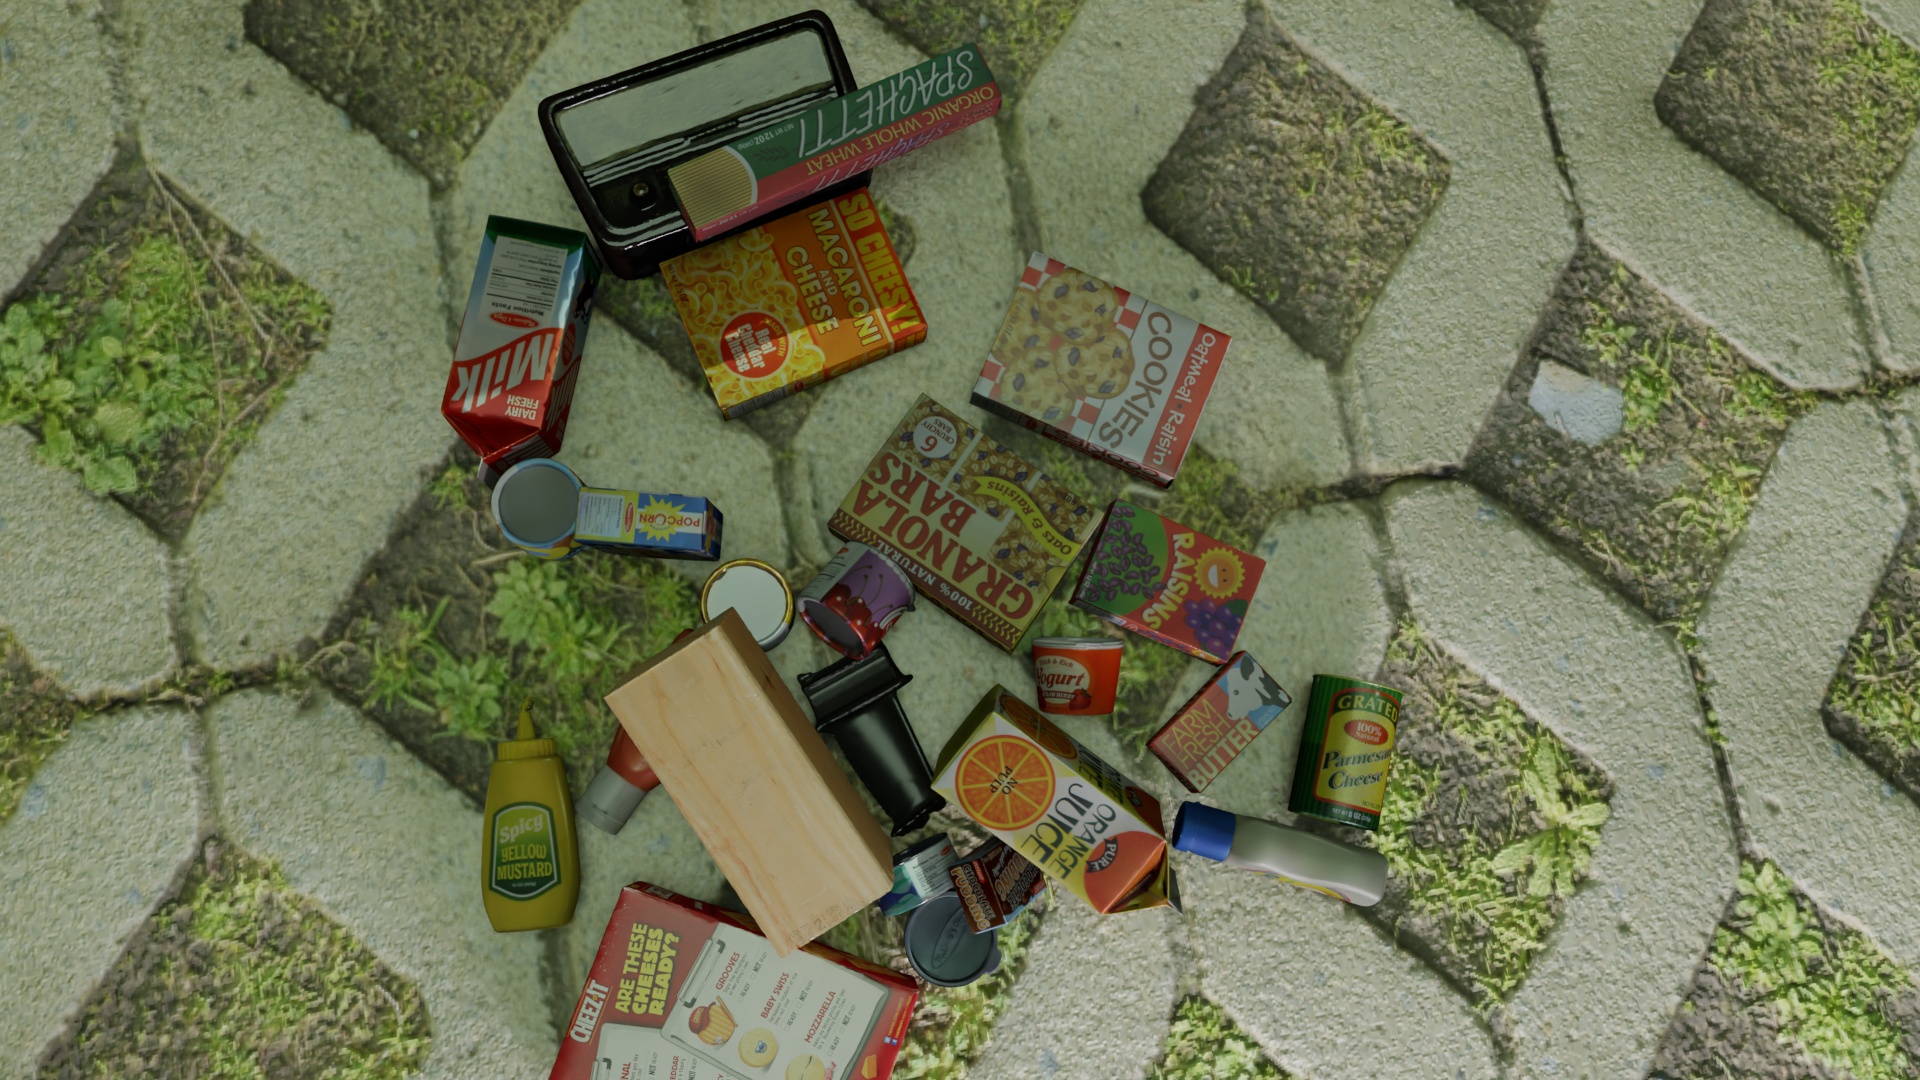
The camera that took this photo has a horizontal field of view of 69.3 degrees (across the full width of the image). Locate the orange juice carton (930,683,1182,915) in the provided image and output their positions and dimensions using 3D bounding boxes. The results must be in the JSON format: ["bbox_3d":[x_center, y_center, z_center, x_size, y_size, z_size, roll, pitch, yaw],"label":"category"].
[{"bbox_3d":[0.079,0.192,0.981,0.193,0.072,0.073,37,100,-2],"label":"orange juice carton"}]

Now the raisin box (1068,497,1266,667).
[{"bbox_3d":[0.155,0.032,1.042,0.123,0.040,0.086,23,79,0],"label":"raisin box"}]

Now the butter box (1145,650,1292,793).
[{"bbox_3d":[0.193,0.135,1.036,0.104,0.024,0.053,-42,88,-10],"label":"butter box"}]

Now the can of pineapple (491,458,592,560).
[{"bbox_3d":[-0.296,-0.022,1.000,0.071,0.057,0.071,1,81,-5],"label":"can of pineapple"}]

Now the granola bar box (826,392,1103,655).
[{"bbox_3d":[0.004,-0.013,1.029,0.165,0.039,0.124,34,80,6],"label":"granola bar box"}]

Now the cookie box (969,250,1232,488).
[{"bbox_3d":[0.108,-0.130,1.064,0.167,0.040,0.123,23,80,0],"label":"cookie box"}]

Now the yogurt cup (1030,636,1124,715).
[{"bbox_3d":[0.085,0.098,1.014,0.072,0.072,0.054,1,89,-5],"label":"yogurt cup"}]

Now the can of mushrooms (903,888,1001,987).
[{"bbox_3d":[-0.006,0.284,0.990,0.071,0.033,0.071,1,80,-5],"label":"can of mushrooms"}]

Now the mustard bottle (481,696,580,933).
[{"bbox_3d":[-0.302,0.190,0.970,0.065,0.048,0.160,-5,82,-7],"label":"mustard bottle"}]

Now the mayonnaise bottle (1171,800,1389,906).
[{"bbox_3d":[0.229,0.226,1.008,0.148,0.064,0.041,15,77,1],"label":"mayonnaise bottle"}]

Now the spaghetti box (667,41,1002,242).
[{"bbox_3d":[-0.088,-0.290,1.006,0.250,0.028,0.050,-26,87,-10],"label":"spaghetti box"}]

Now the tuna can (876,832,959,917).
[{"bbox_3d":[-0.033,0.237,0.981,0.071,0.071,0.033,-26,86,-8],"label":"tuna can"}]

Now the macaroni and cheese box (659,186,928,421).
[{"bbox_3d":[-0.125,-0.179,1.050,0.167,0.040,0.124,-23,84,-8],"label":"macaroni and cheese box"}]

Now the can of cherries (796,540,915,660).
[{"bbox_3d":[-0.074,0.045,0.999,0.071,0.071,0.058,40,62,2],"label":"can of cherries"}]

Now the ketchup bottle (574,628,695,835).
[{"bbox_3d":[-0.215,0.138,0.989,0.065,0.043,0.149,36,80,1],"label":"ketchup bottle"}]

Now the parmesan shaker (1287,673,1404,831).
[{"bbox_3d":[0.285,0.156,1.020,0.071,0.071,0.103,14,80,-3],"label":"parmesan shaker"}]

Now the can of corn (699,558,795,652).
[{"bbox_3d":[-0.154,0.046,1.002,0.071,0.058,0.071,1,81,-5],"label":"can of corn"}]

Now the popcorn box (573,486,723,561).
[{"bbox_3d":[-0.215,-0.010,0.971,0.085,0.126,0.038,5,85,-4],"label":"popcorn box"}]

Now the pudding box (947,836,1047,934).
[{"bbox_3d":[0.027,0.238,0.975,0.030,0.084,0.049,-24,84,23],"label":"pudding box"}]

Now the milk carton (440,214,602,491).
[{"bbox_3d":[-0.321,-0.130,1.009,0.073,0.072,0.191,10,79,-3],"label":"milk carton"}]
